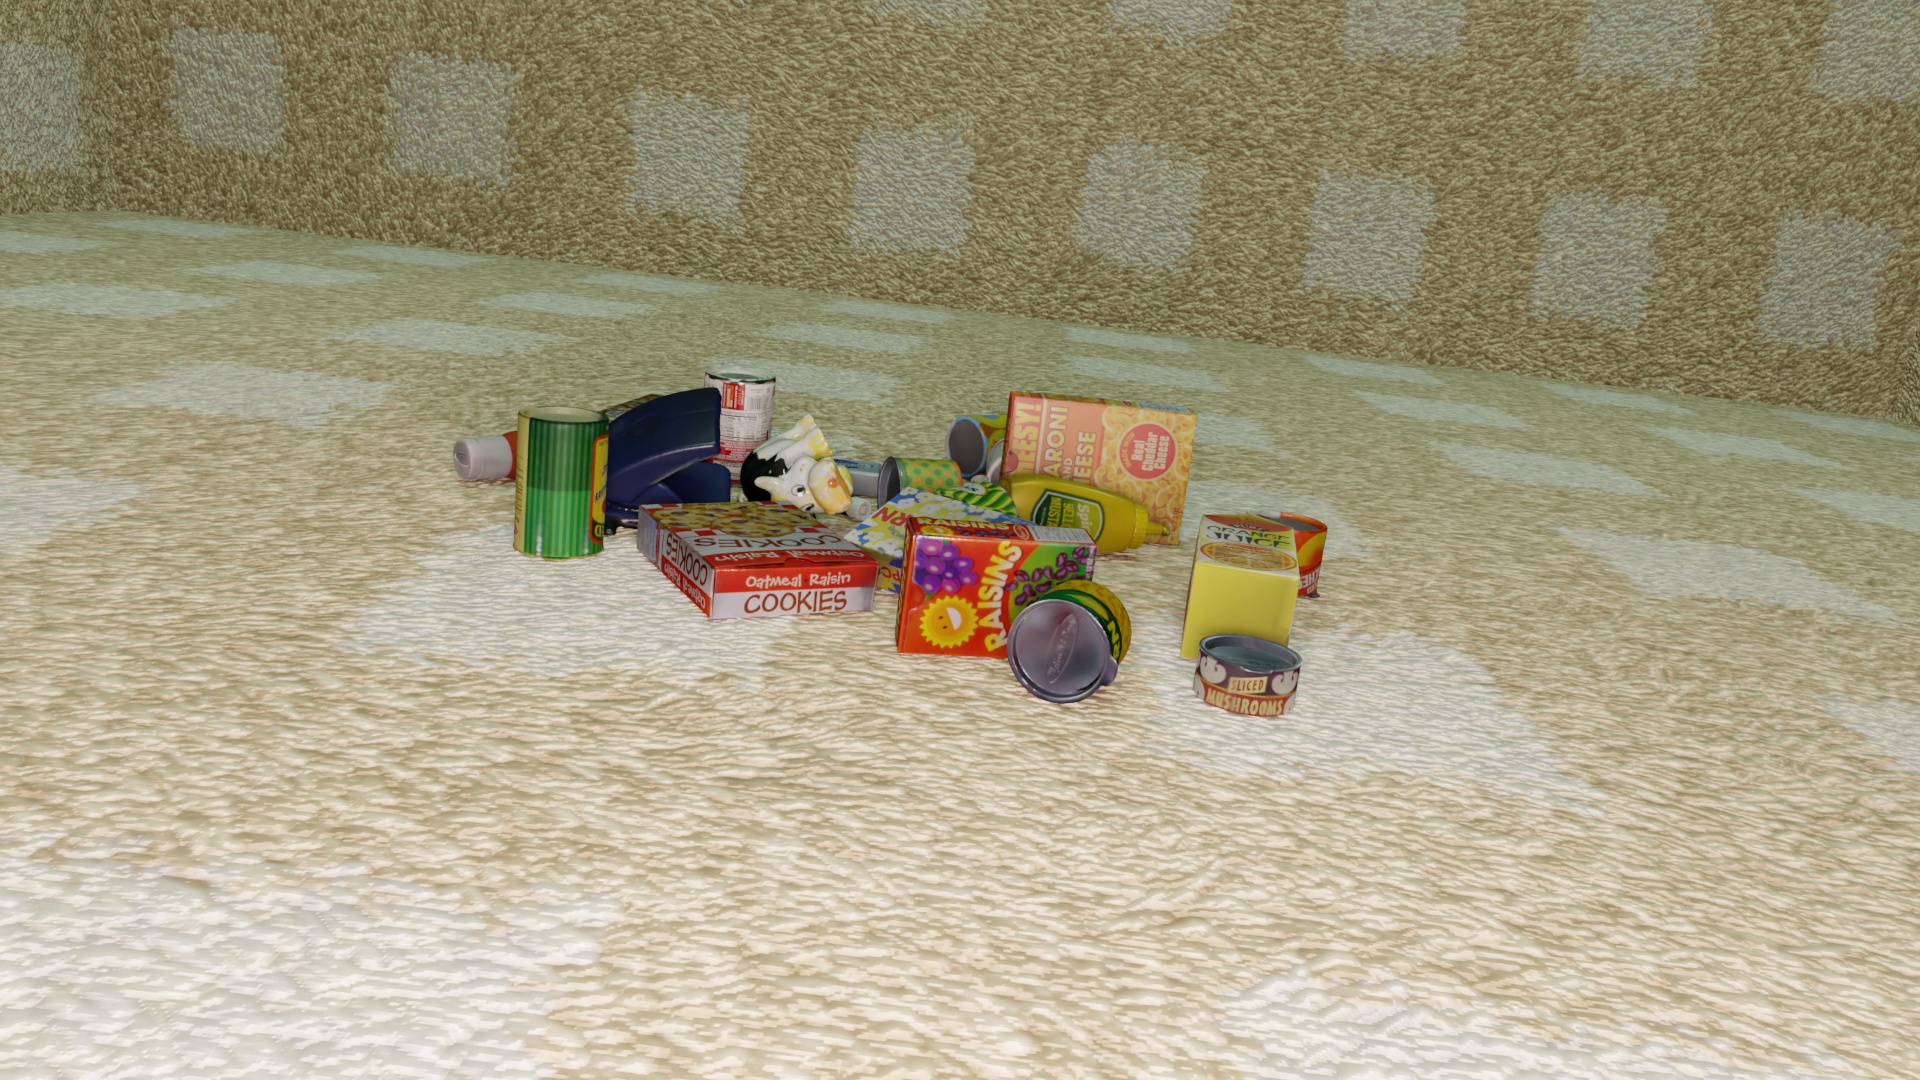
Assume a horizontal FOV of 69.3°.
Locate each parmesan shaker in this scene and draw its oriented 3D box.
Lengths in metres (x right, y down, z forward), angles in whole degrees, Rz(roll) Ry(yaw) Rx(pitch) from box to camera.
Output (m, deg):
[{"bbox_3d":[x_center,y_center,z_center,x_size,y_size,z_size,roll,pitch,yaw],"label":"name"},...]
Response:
[{"bbox_3d":[-0.296,-0.043,1.032,0.071,0.102,0.071,6,15,-2],"label":"parmesan shaker"}]

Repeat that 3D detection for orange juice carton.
[{"bbox_3d":[0.208,0.030,1.036,0.073,0.071,0.193,9,15,9],"label":"orange juice carton"}]

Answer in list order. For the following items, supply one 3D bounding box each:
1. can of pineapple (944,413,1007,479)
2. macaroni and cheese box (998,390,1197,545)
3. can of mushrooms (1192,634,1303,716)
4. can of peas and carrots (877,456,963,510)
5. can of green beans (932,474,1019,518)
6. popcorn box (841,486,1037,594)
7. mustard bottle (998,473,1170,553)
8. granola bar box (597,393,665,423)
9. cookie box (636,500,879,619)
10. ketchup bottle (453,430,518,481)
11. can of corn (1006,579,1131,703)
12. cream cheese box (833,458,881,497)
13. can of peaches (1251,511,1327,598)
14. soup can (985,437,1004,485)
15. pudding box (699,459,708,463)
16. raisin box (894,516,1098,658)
[{"bbox_3d":[0.027,-0.097,1.442,0.058,0.070,0.071,-7,20,-41],"label":"can of pineapple"},{"bbox_3d":[0.121,-0.066,1.255,0.166,0.123,0.040,5,13,-3],"label":"macaroni and cheese box"},{"bbox_3d":[0.184,0.087,0.891,0.071,0.033,0.071,7,15,-2],"label":"can of mushrooms"},{"bbox_3d":[-0.034,-0.037,1.196,0.059,0.070,0.071,1,16,-21],"label":"can of peas and carrots"},{"bbox_3d":[0.005,-0.012,1.115,0.071,0.071,0.058,16,18,33],"label":"can of green beans"},{"bbox_3d":[-0.014,0.008,1.038,0.127,0.038,0.085,17,41,33],"label":"popcorn box"},{"bbox_3d":[0.109,-0.019,1.196,0.160,0.065,0.049,7,10,-15],"label":"mustard bottle"},{"bbox_3d":[-0.291,-0.113,1.416,0.124,0.039,0.166,8,15,9],"label":"granola bar box"},{"bbox_3d":[-0.152,0.010,1.017,0.123,0.040,0.168,-2,17,-30],"label":"cookie box"},{"bbox_3d":[-0.375,-0.078,1.241,0.149,0.043,0.065,-9,22,-44],"label":"ketchup bottle"},{"bbox_3d":[0.072,0.063,0.869,0.071,0.071,0.058,12,15,18],"label":"can of corn"},{"bbox_3d":[-0.128,-0.063,1.329,0.104,0.024,0.053,6,15,-3],"label":"cream cheese box"},{"bbox_3d":[0.271,0.011,1.160,0.071,0.058,0.071,6,14,-1],"label":"can of peaches"},{"bbox_3d":[0.058,-0.059,1.322,0.071,0.071,0.084,6,16,0],"label":"soup can"},{"bbox_3d":[-0.254,-0.060,1.253,0.050,0.030,0.084,0,16,-20],"label":"pudding box"},{"bbox_3d":[0.022,0.033,0.919,0.123,0.085,0.040,4,20,-10],"label":"raisin box"}]
